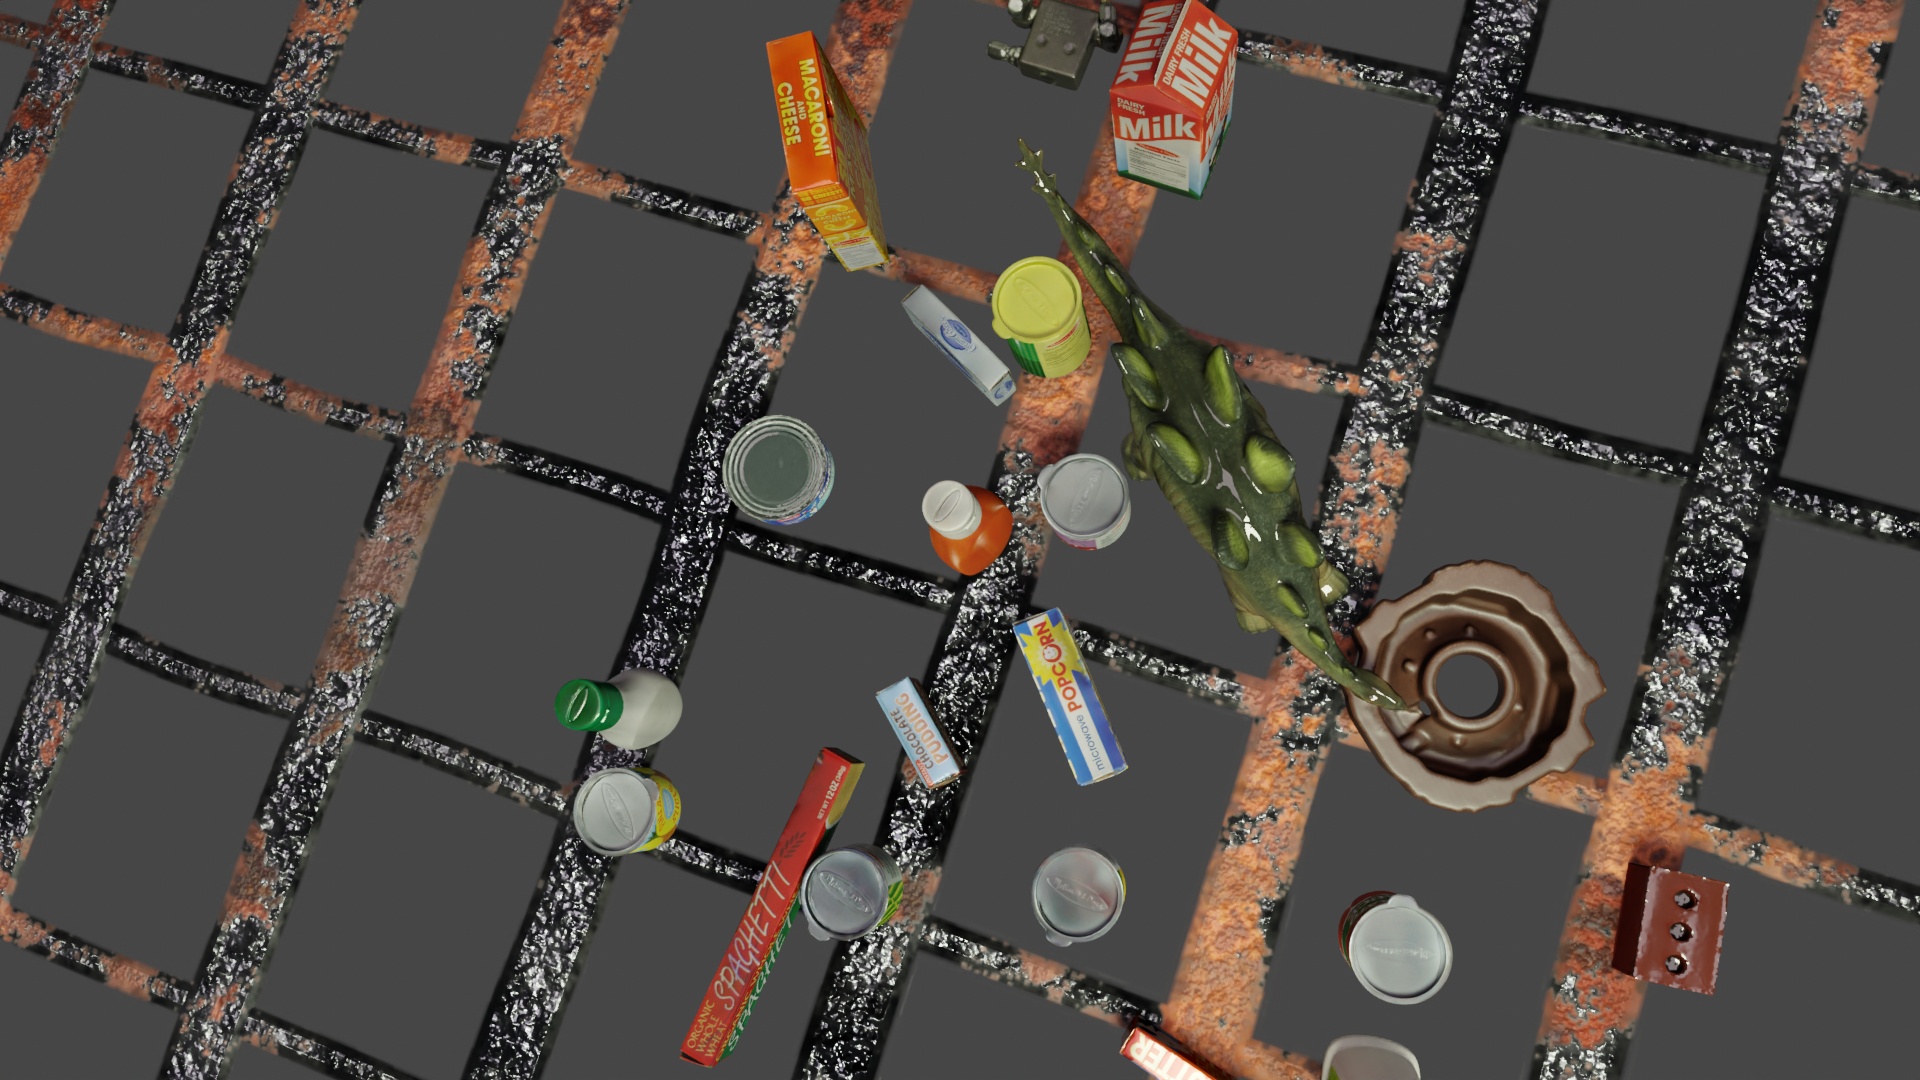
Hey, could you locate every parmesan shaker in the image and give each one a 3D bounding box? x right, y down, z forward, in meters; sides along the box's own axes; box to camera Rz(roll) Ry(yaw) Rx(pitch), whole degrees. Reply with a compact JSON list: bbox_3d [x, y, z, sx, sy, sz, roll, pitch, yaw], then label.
[{"bbox_3d":[0.061,-0.167,1.066,0.071,0.103,0.071,-1,81,9],"label":"parmesan shaker"}]

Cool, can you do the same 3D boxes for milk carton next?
[{"bbox_3d":[0.159,-0.330,1.033,0.073,0.190,0.072,21,85,12],"label":"milk carton"}]

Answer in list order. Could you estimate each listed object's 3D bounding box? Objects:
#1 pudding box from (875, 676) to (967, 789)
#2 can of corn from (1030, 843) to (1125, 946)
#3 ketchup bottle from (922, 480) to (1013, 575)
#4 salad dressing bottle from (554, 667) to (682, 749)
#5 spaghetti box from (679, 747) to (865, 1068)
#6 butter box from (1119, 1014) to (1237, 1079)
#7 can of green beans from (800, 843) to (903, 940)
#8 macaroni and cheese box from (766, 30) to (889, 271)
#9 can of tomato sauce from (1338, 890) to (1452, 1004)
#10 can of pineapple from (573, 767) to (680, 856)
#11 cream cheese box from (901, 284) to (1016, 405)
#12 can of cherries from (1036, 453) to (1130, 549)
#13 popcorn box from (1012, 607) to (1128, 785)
[{"bbox_3d":[-0.029,0.146,1.056,0.030,0.049,0.084,-31,78,3],"label":"pudding box"},{"bbox_3d":[0.086,0.258,1.015,0.071,0.058,0.071,-1,81,9],"label":"can of corn"},{"bbox_3d":[0.004,-0.013,1.026,0.043,0.148,0.065,35,88,12],"label":"ketchup bottle"},{"bbox_3d":[-0.256,0.125,1.045,0.044,0.147,0.064,24,86,12],"label":"salad dressing bottle"},{"bbox_3d":[-0.141,0.276,1.052,0.029,0.050,0.250,24,85,12],"label":"spaghetti box"},{"bbox_3d":[0.163,0.379,0.986,0.103,0.053,0.024,32,87,12],"label":"butter box"},{"bbox_3d":[-0.080,0.262,1.041,0.071,0.058,0.071,-1,81,9],"label":"can of green beans"},{"bbox_3d":[-0.100,-0.298,1.080,0.040,0.166,0.124,-12,80,7],"label":"macaroni and cheese box"},{"bbox_3d":[0.299,0.279,0.965,0.071,0.083,0.071,-1,81,9],"label":"can of tomato sauce"},{"bbox_3d":[-0.255,0.209,1.077,0.071,0.058,0.071,-1,81,9],"label":"can of pineapple"},{"bbox_3d":[0.000,-0.154,1.099,0.024,0.053,0.104,-44,77,0],"label":"cream cheese box"},{"bbox_3d":[0.095,-0.031,1.061,0.071,0.058,0.071,-1,81,9],"label":"can of cherries"},{"bbox_3d":[0.082,0.116,1.025,0.038,0.085,0.127,-24,78,5],"label":"popcorn box"}]
